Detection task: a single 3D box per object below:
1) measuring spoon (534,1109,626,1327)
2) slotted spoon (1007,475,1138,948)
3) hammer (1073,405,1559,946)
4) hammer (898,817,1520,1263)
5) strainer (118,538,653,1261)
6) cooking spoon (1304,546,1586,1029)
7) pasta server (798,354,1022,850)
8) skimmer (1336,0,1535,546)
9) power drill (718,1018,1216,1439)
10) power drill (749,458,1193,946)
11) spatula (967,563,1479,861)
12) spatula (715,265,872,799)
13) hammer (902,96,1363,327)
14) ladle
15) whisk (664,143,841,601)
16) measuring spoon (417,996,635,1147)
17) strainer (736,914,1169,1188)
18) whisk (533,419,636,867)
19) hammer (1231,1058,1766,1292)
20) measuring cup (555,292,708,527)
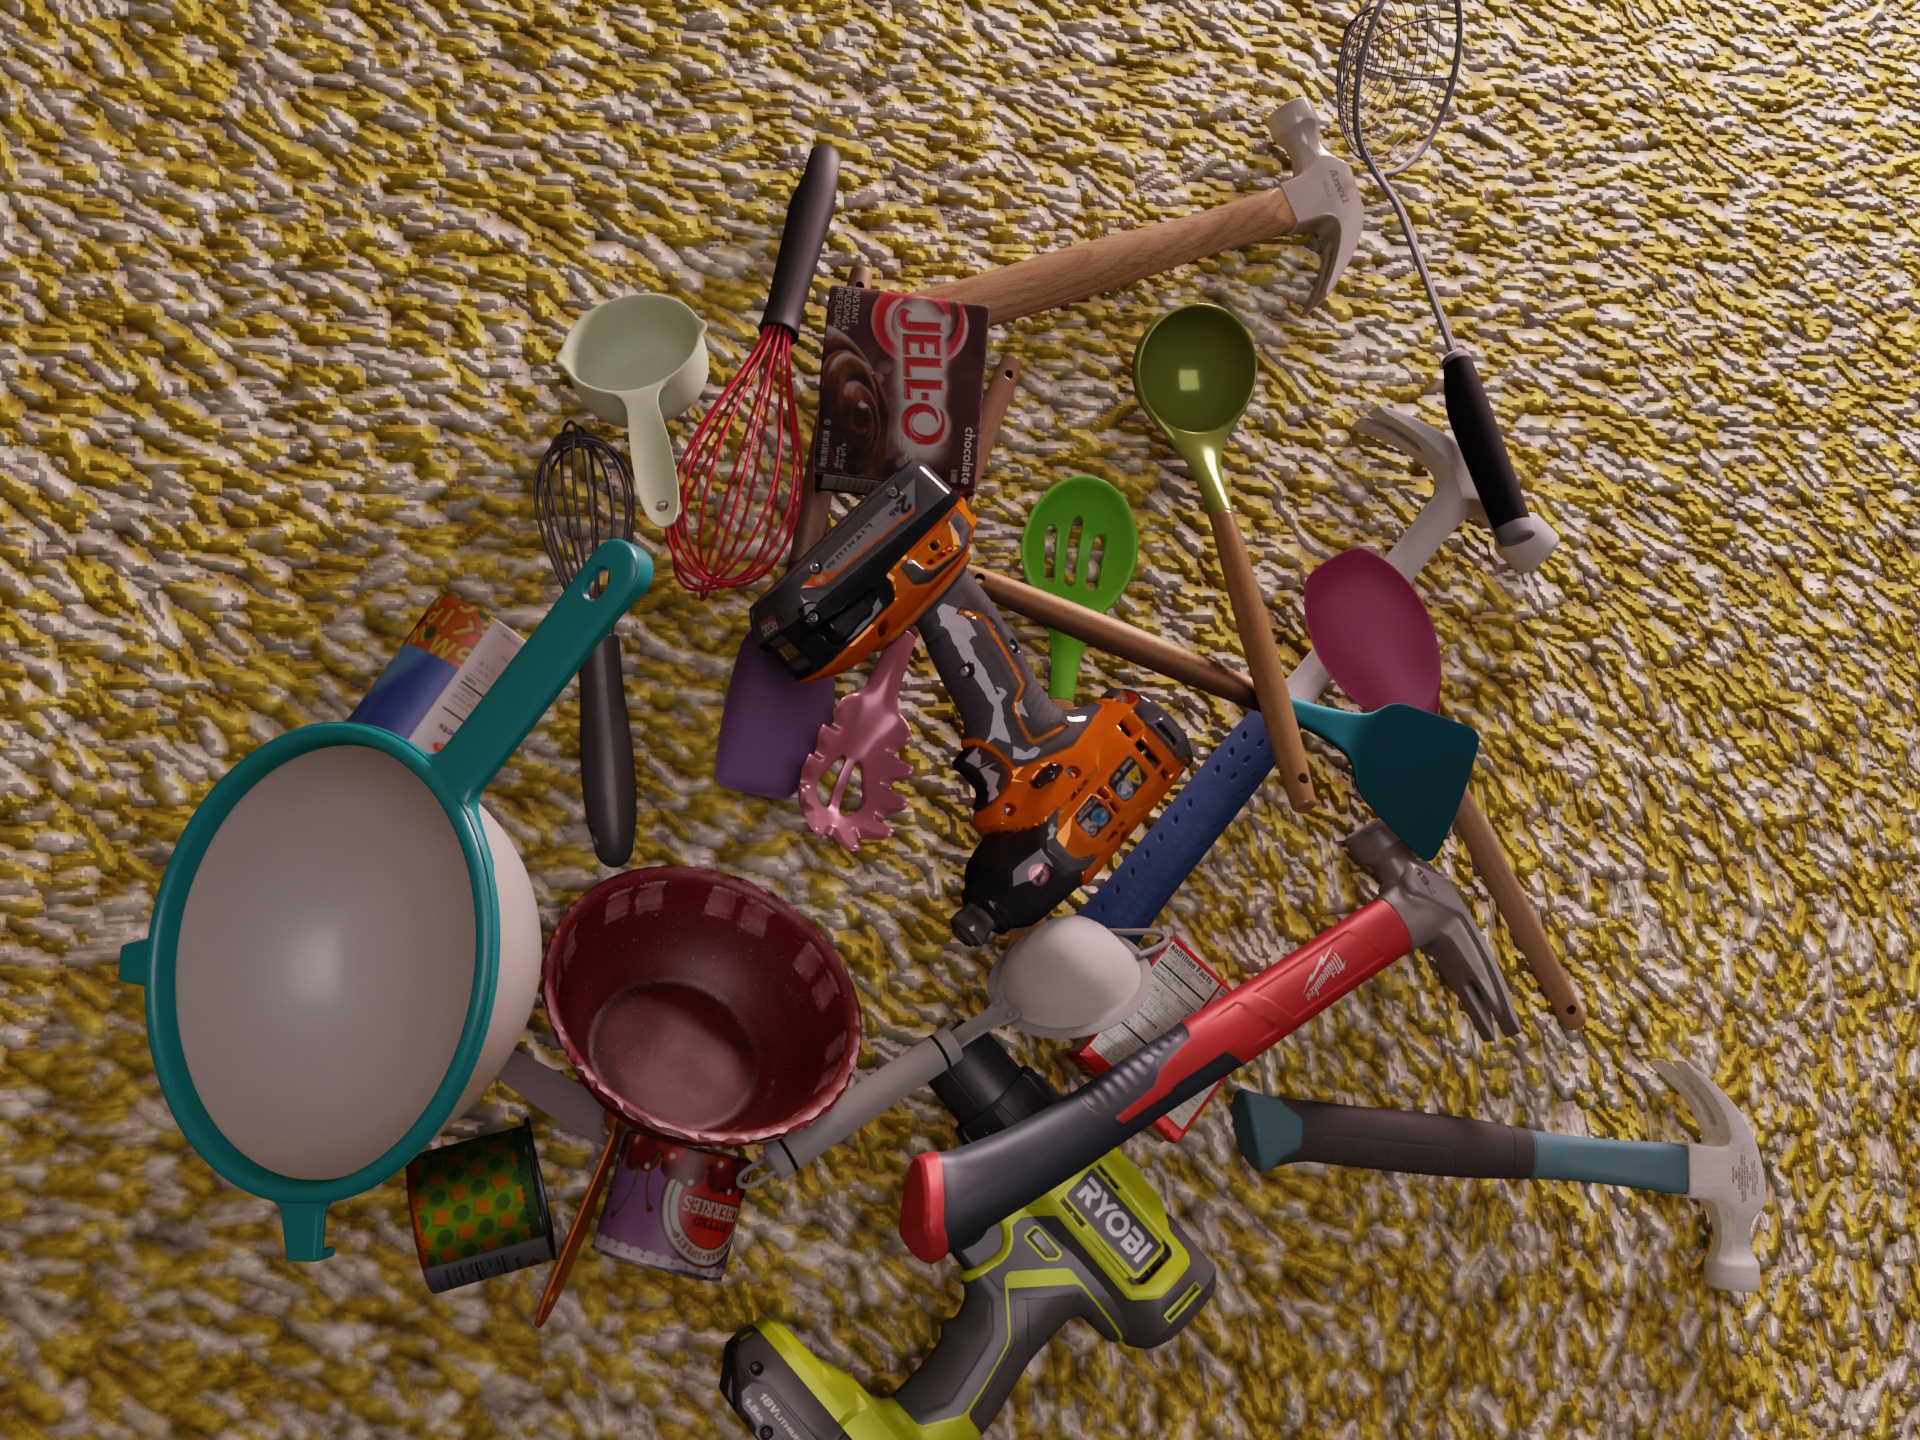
[{"bbox_3d":[-0.190,0.242,0.789,0.011,0.021,0.117,18,79,10],"label":"measuring spoon"},{"bbox_3d":[0.050,0.014,0.898,0.070,0.031,0.314,11,78,-12],"label":"slotted spoon"},{"bbox_3d":[0.194,-0.019,0.936,0.144,0.035,0.405,43,72,-3],"label":"hammer"},{"bbox_3d":[0.137,0.184,0.830,0.386,0.038,0.143,-24,81,-31],"label":"hammer"},{"bbox_3d":[-0.229,0.062,0.729,0.211,0.095,0.340,44,100,26],"label":"strainer"},{"bbox_3d":[0.290,0.045,0.930,0.069,0.017,0.319,-30,97,-3],"label":"cooking spoon"},{"bbox_3d":[-0.019,-0.074,0.892,0.060,0.040,0.316,26,72,-16],"label":"pasta server"},{"bbox_3d":[0.312,-0.289,0.977,0.127,0.090,0.363,4,67,-52],"label":"skimmer"},{"bbox_3d":[-0.008,0.284,0.801,0.228,0.080,0.190,-40,86,-20],"label":"power drill"},{"bbox_3d":[-0.001,-0.003,0.826,0.226,0.084,0.164,47,68,-11],"label":"power drill"},{"bbox_3d":[0.142,-0.019,0.891,0.317,0.044,0.082,23,82,0],"label":"spatula"},{"bbox_3d":[-0.082,-0.111,0.894,0.059,0.018,0.316,12,77,-13],"label":"spatula"},{"bbox_3d":[0.103,-0.280,0.970,0.331,0.031,0.130,-22,84,-17],"label":"hammer"},{"bbox_3d":[0.157,-0.099,0.888,0.078,0.062,0.320,-1,60,-15],"label":"ladle"},{"bbox_3d":[-0.106,-0.200,0.887,0.073,0.073,0.296,15,70,-11],"label":"whisk"},{"bbox_3d":[-0.218,0.180,0.803,0.124,0.018,0.034,36,75,-12],"label":"measuring spoon"},{"bbox_3d":[-0.001,0.159,0.798,0.258,0.087,0.050,-31,127,-18],"label":"strainer"},{"bbox_3d":[-0.193,-0.041,0.840,0.055,0.055,0.239,-5,84,-15],"label":"whisk"},{"bbox_3d":[0.312,0.248,0.911,0.331,0.033,0.128,9,77,-12],"label":"hammer"},{"bbox_3d":[-0.164,-0.156,0.842,0.083,0.038,0.168,-14,58,-3],"label":"measuring cup"}]
